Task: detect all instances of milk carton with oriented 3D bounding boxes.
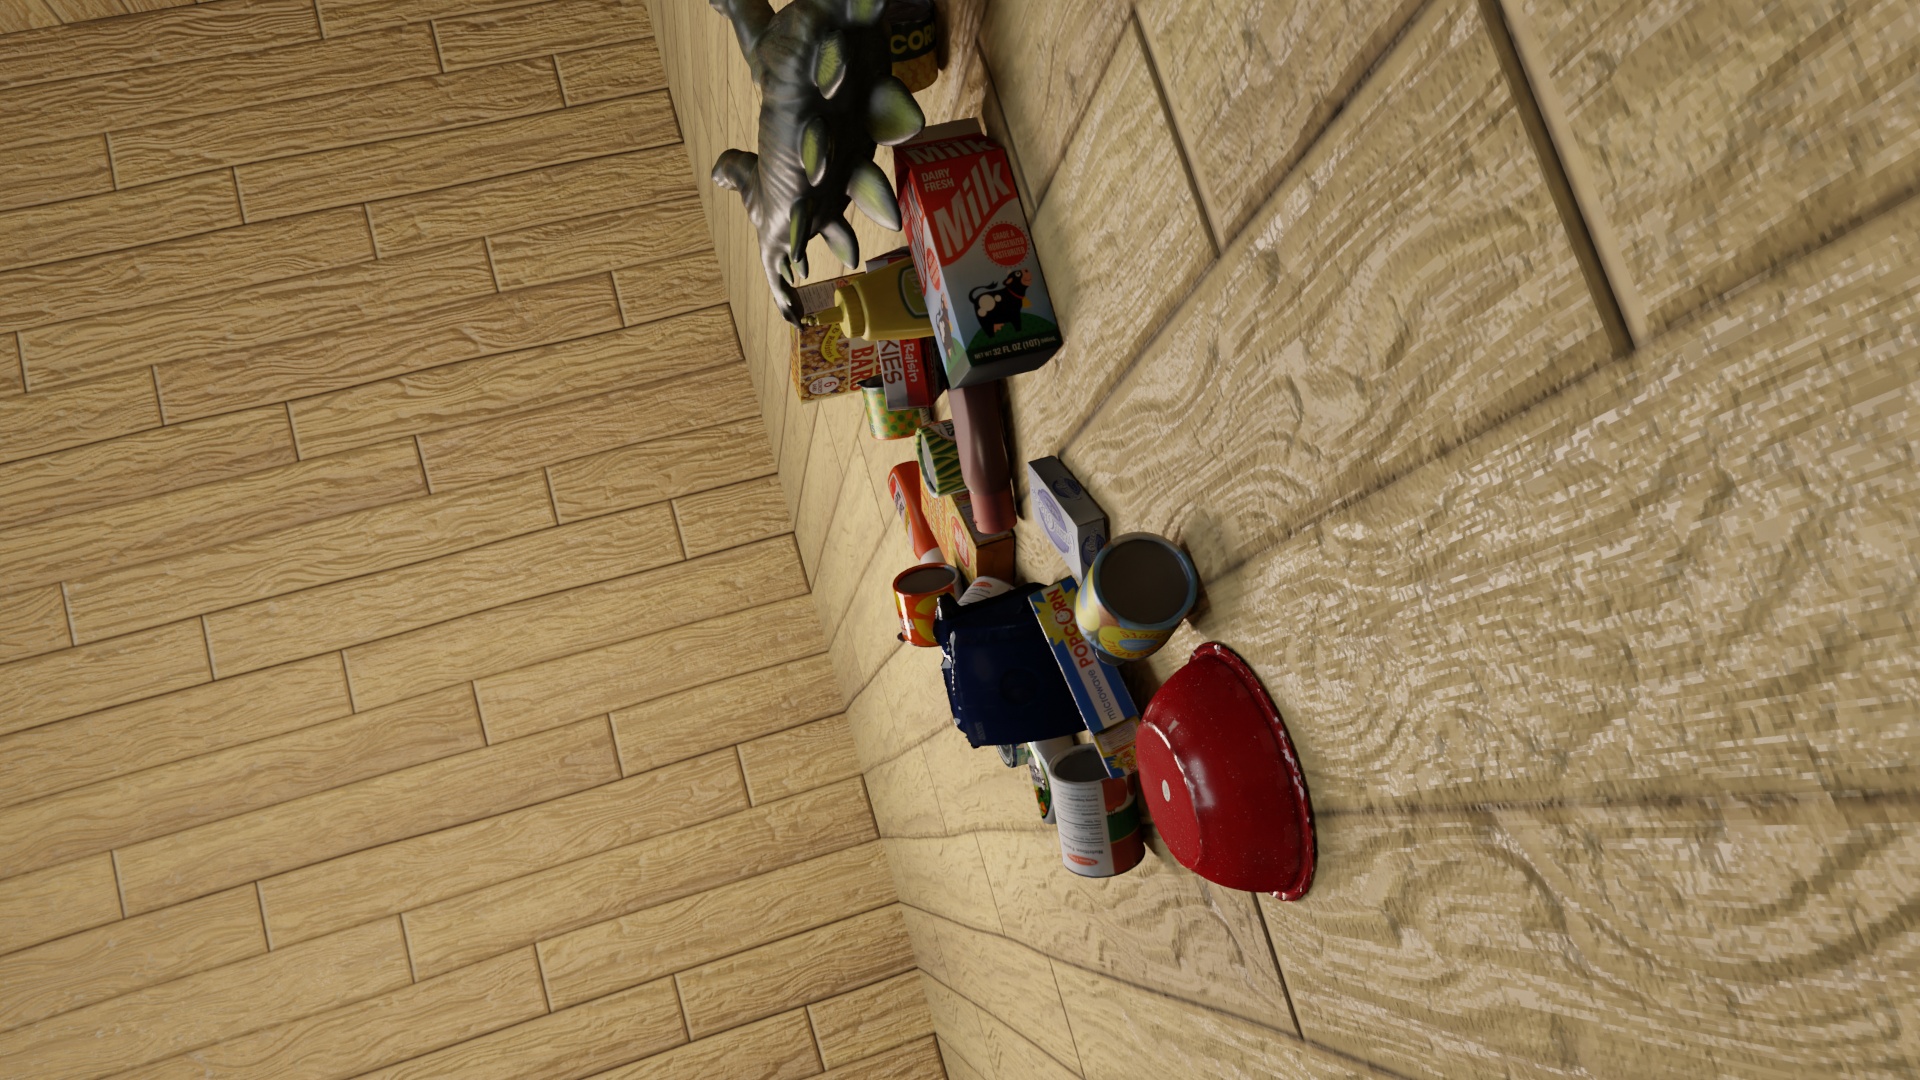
[{"bbox_3d":[0.006,-0.214,1.010,0.073,0.072,0.190,142,113,-76],"label":"milk carton"}]

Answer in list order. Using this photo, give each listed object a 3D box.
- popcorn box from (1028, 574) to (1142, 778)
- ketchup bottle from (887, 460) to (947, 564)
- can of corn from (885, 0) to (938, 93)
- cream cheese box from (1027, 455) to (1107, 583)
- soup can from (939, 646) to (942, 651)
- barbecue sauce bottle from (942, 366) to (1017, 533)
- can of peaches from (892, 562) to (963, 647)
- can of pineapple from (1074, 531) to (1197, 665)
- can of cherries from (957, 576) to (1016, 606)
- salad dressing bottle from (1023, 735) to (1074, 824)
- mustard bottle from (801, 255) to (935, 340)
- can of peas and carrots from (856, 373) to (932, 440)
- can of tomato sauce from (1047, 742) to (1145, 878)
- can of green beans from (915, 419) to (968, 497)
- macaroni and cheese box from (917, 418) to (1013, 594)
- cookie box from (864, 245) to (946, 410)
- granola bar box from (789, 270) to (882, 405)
[{"bbox_3d":[0.096,0.100,1.012,0.085,0.038,0.127,62,-176,-56],"label":"popcorn box"},{"bbox_3d":[-0.038,-0.013,1.523,0.064,0.043,0.149,95,156,-57],"label":"ketchup bottle"},{"bbox_3d":[-0.049,-0.385,1.079,0.071,0.071,0.058,-118,17,-46],"label":"can of corn"},{"bbox_3d":[0.080,-0.016,1.030,0.104,0.024,0.053,-122,20,-55],"label":"cream cheese box"},{"bbox_3d":[0.008,0.096,1.379,0.084,0.071,0.071,-125,24,-59],"label":"soup can"},{"bbox_3d":[0.019,-0.080,1.184,0.065,0.044,0.148,-118,16,-67],"label":"barbecue sauce bottle"},{"bbox_3d":[-0.030,0.061,1.321,0.071,0.071,0.057,-128,25,-61],"label":"can of peaches"},{"bbox_3d":[0.108,0.036,0.860,0.057,0.071,0.071,105,148,-66],"label":"can of pineapple"},{"bbox_3d":[0.024,0.077,1.249,0.071,0.059,0.071,24,143,20],"label":"can of cherries"},{"bbox_3d":[0.076,0.174,1.228,0.064,0.044,0.147,161,94,-79],"label":"salad dressing bottle"},{"bbox_3d":[-0.043,-0.183,1.061,0.048,0.160,0.065,156,97,-76],"label":"mustard bottle"},{"bbox_3d":[-0.069,-0.141,1.443,0.071,0.071,0.058,-135,32,-67],"label":"can of peas and carrots"},{"bbox_3d":[0.107,0.208,1.083,0.071,0.071,0.082,-136,34,-67],"label":"can of tomato sauce"},{"bbox_3d":[-0.004,-0.077,1.258,0.071,0.058,0.071,167,88,-78],"label":"can of green beans"},{"bbox_3d":[0.005,-0.017,1.333,0.123,0.040,0.167,88,162,-48],"label":"macaroni and cheese box"},{"bbox_3d":[-0.038,-0.186,1.180,0.168,0.040,0.122,-64,-33,-73],"label":"cookie box"},{"bbox_3d":[-0.111,-0.210,1.424,0.164,0.124,0.039,102,151,-64],"label":"granola bar box"}]
